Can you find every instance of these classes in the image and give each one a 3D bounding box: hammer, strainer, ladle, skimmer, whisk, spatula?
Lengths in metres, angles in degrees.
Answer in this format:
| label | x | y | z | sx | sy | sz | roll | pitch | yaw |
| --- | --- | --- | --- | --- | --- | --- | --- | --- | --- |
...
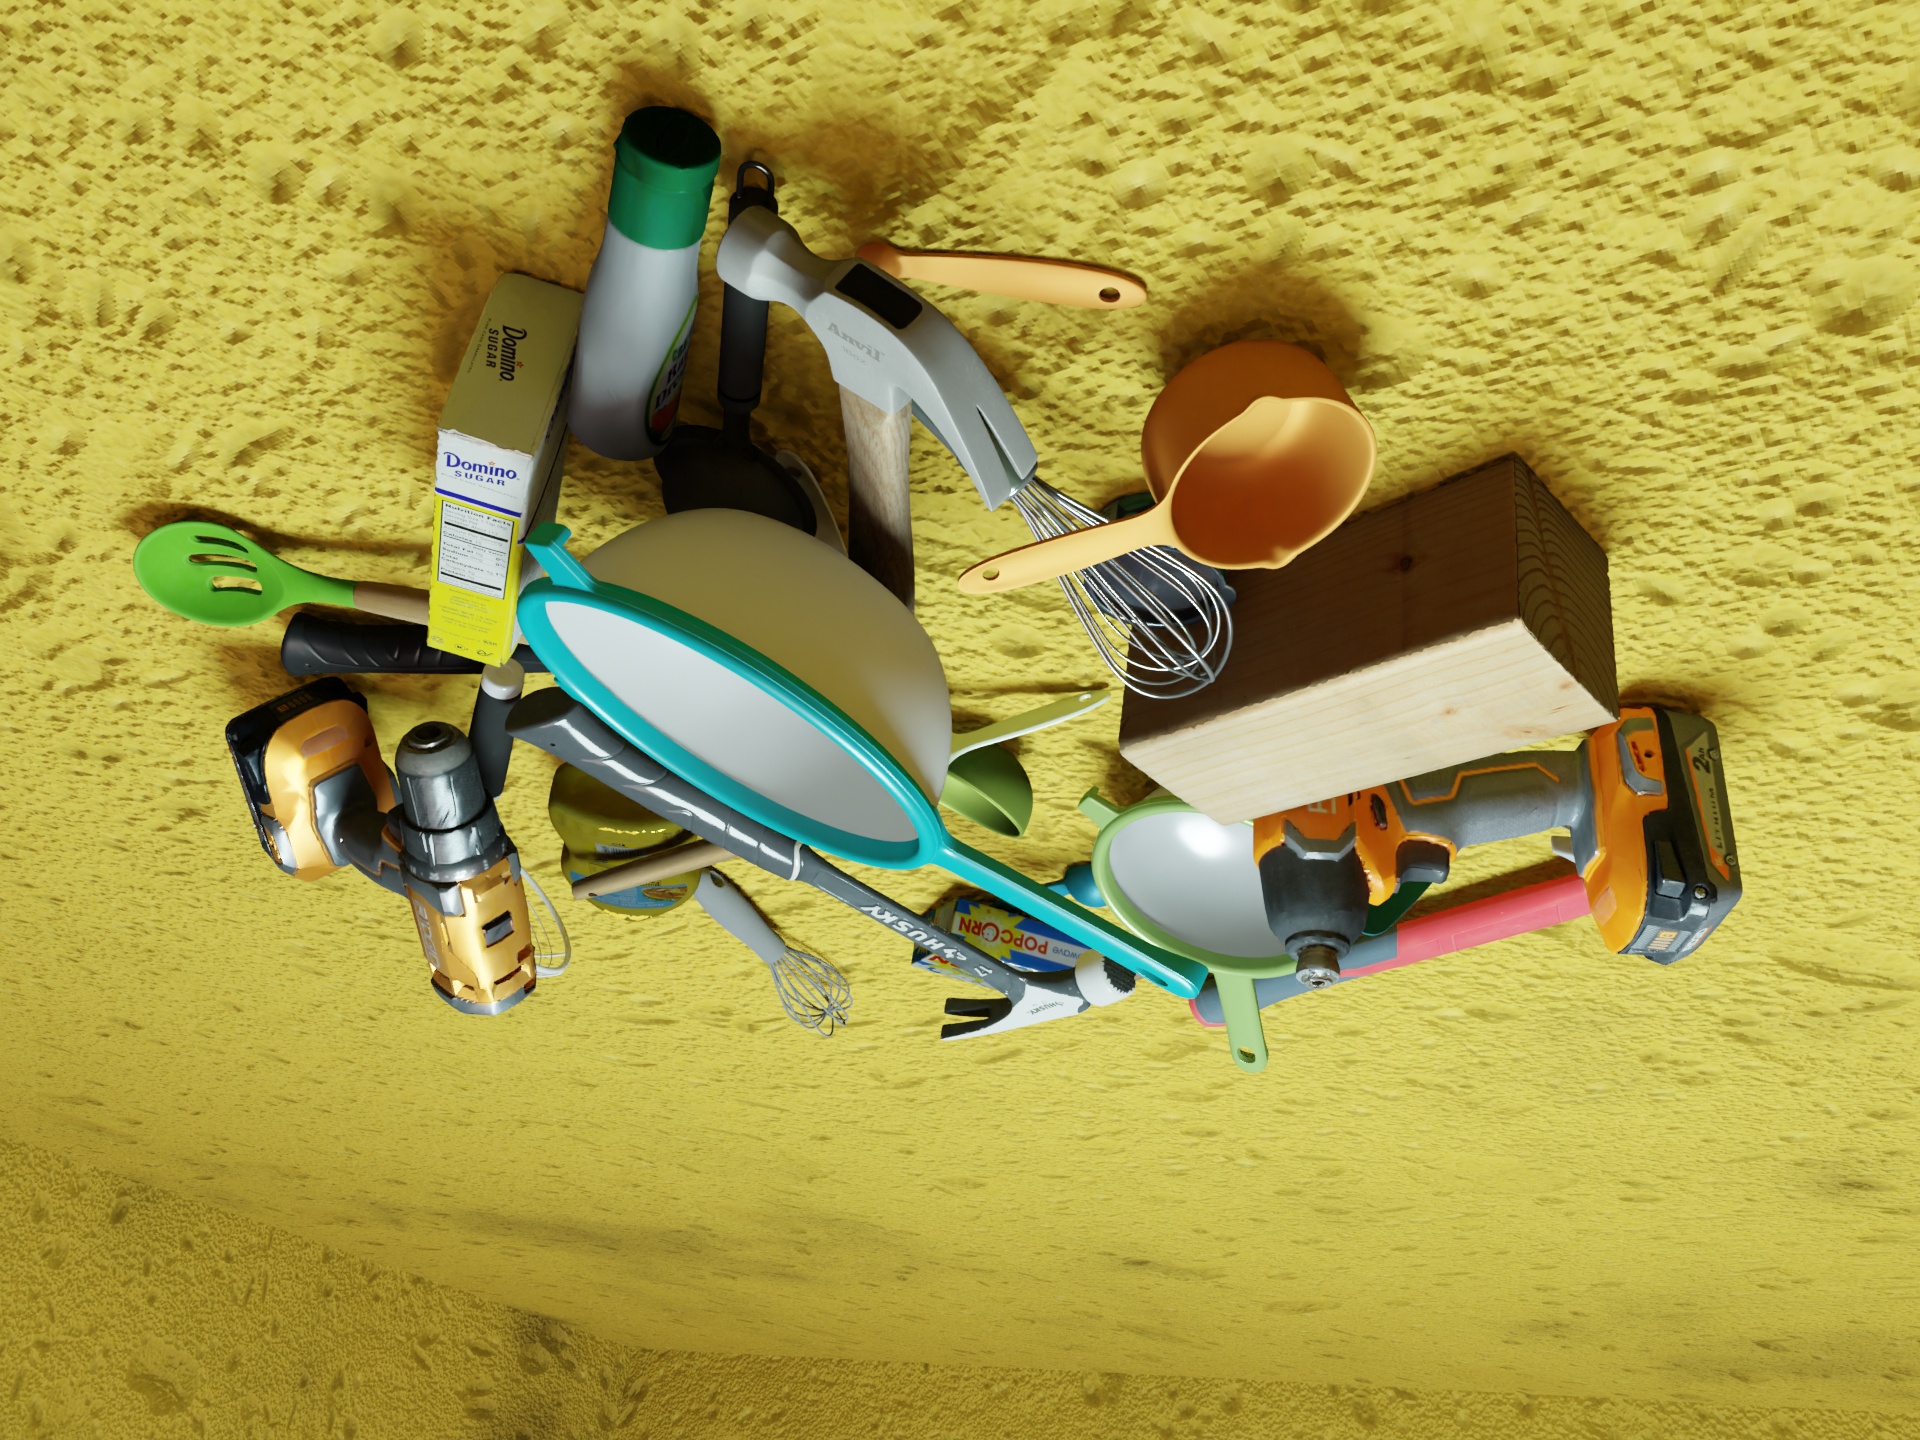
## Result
| label | x | y | z | sx | sy | sz | roll | pitch | yaw |
| --- | --- | --- | --- | --- | --- | --- | --- | --- | --- |
| hammer | -0.086 | 0.092 | 0.942 | 0.408 | 0.036 | 0.149 | 33 | 137 | -29 |
| strainer | -0.099 | -0.137 | 0.693 | 0.087 | 0.050 | 0.258 | 24 | 146 | 4 |
| ladle | -0.106 | 0.075 | 0.975 | 0.320 | 0.062 | 0.078 | -17 | 142 | 19 |
| hammer | -0.235 | -0.036 | 0.902 | 0.335 | 0.035 | 0.146 | 1 | 148 | 14 |
| hammer | 0.281 | 0.143 | 1.048 | 0.143 | 0.038 | 0.386 | 24 | 147 | -28 |
| strainer | 0.171 | 0.118 | 0.976 | 0.151 | 0.069 | 0.256 | 5 | 136 | 25 |
| skimmer | -0.279 | 0.058 | 1.009 | 0.090 | 0.127 | 0.363 | -26 | 160 | -33 |
| whisk | -0.147 | 0.180 | 1.231 | 0.055 | 0.055 | 0.238 | -6 | 143 | 24 |
| hammer | -0.033 | -0.078 | 0.710 | 0.130 | 0.031 | 0.331 | 34 | 158 | 14 |
| spatula | 0.196 | 0.142 | 1.065 | 0.044 | 0.082 | 0.317 | 50 | 149 | 2 |
| strainer | -0.027 | 0.004 | 0.707 | 0.340 | 0.095 | 0.211 | 29 | 160 | -1 |
| whisk | 0.029 | -0.096 | 0.675 | 0.059 | 0.058 | 0.246 | -45 | 110 | 9 |

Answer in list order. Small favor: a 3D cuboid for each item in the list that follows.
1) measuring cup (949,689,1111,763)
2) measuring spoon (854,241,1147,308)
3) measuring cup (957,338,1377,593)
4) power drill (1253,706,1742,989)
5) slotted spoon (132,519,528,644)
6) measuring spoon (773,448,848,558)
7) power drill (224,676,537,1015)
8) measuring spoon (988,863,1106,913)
| label | x | y | z | sx | sy | sz | roll | pitch | yaw |
| --- | --- | --- | --- | --- | --- | --- | --- | --- | --- |
| measuring cup | -0.001 | -0.003 | 0.879 | 0.167 | 0.083 | 0.038 | -17 | 117 | 10 |
| measuring spoon | 0.015 | -0.172 | 0.625 | 0.117 | 0.011 | 0.021 | 8 | 150 | 3 |
| measuring cup | 0.077 | -0.097 | 0.643 | 0.173 | 0.052 | 0.095 | -18 | 141 | 3 |
| power drill | 0.262 | 0.064 | 0.804 | 0.226 | 0.164 | 0.084 | 4 | 149 | 6 |
| slotted spoon | -0.297 | -0.061 | 0.850 | 0.314 | 0.031 | 0.070 | 10 | 131 | 12 |
| measuring spoon | -0.065 | -0.091 | 0.787 | 0.034 | 0.018 | 0.124 | -4 | 140 | 17 |
| power drill | -0.339 | 0.051 | 0.933 | 0.226 | 0.084 | 0.185 | 28 | 134 | 33 |
| measuring spoon | 0.062 | 0.128 | 1.104 | 0.042 | 0.021 | 0.128 | 30 | 144 | -31 |
